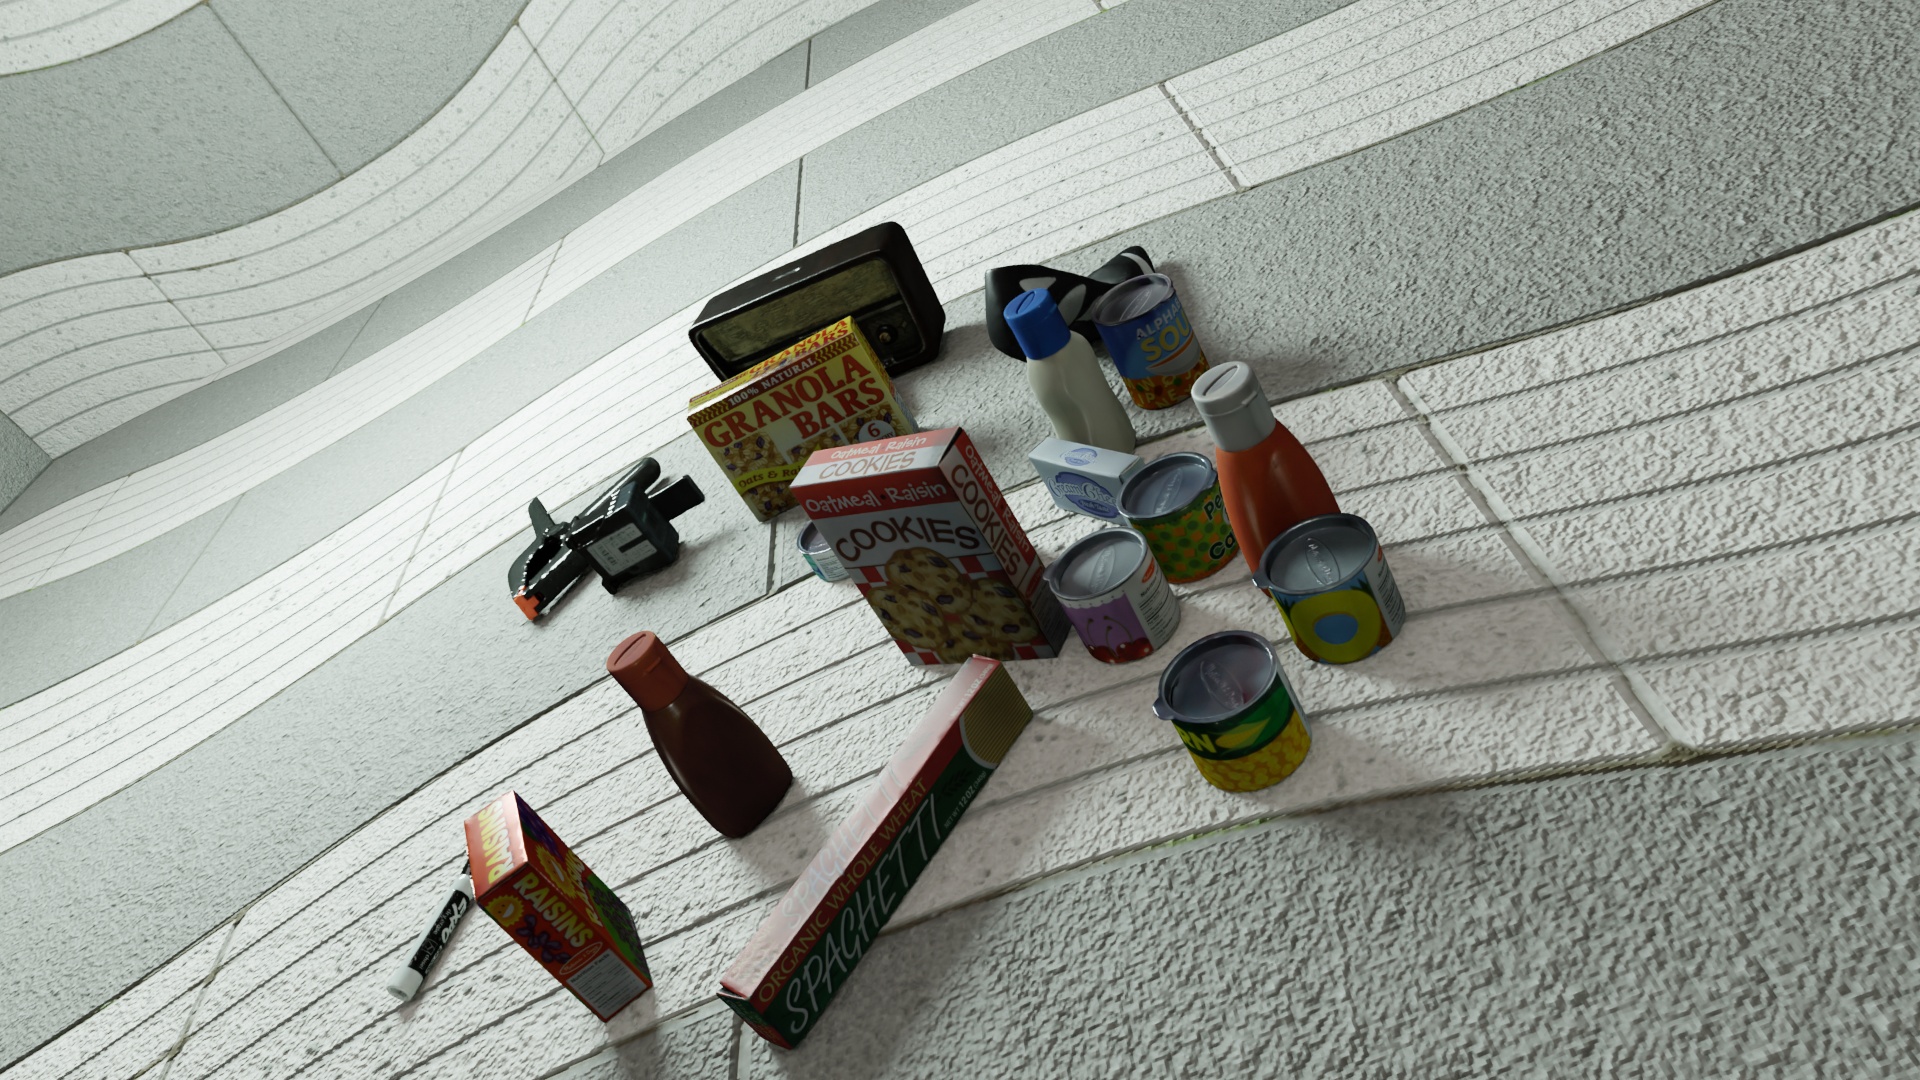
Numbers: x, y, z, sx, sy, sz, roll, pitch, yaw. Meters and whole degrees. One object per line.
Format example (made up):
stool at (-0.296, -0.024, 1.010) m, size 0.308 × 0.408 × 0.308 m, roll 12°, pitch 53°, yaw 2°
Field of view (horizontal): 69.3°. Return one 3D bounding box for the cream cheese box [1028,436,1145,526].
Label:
cream cheese box at (0.096, -0.040, 0.983) m, size 0.024 × 0.053 × 0.104 m, roll -44°, pitch 32°, yaw -20°

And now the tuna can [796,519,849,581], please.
tuna can at (-0.096, -0.001, 1.118) m, size 0.071 × 0.032 × 0.071 m, roll -23°, pitch 31°, yaw 15°

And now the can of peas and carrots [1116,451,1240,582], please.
can of peas and carrots at (0.145, -0.015, 0.898) m, size 0.071 × 0.058 × 0.071 m, roll -23°, pitch 31°, yaw 15°

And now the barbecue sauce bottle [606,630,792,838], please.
barbecue sauce bottle at (-0.169, 0.121, 0.890) m, size 0.043 × 0.148 × 0.065 m, roll 7°, pitch 48°, yaw 48°

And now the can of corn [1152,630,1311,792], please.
can of corn at (0.145, 0.093, 0.741) m, size 0.071 × 0.058 × 0.071 m, roll -23°, pitch 31°, yaw 15°

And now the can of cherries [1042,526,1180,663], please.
can of cherries at (0.095, 0.034, 0.870) m, size 0.071 × 0.058 × 0.072 m, roll -23°, pitch 31°, yaw 15°

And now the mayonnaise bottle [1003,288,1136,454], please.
mayonnaise bottle at (0.079, -0.113, 1.012) m, size 0.041 × 0.147 × 0.065 m, roll -6°, pitch 39°, yaw 37°

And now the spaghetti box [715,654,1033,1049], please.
spaghetti box at (-0.042, 0.173, 0.799) m, size 0.028 × 0.050 × 0.251 m, roll 4°, pitch 45°, yaw 45°

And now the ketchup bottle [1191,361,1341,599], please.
ketchup bottle at (0.179, -0.035, 0.807) m, size 0.065 × 0.148 × 0.043 m, roll -42°, pitch 32°, yaw -17°

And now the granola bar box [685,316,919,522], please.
granola bar box at (-0.136, -0.104, 1.214) m, size 0.165 × 0.123 × 0.039 m, roll -25°, pitch 31°, yaw 11°

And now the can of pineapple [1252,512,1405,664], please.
can of pineapple at (0.208, 0.027, 0.780) m, size 0.071 × 0.057 × 0.071 m, roll -23°, pitch 31°, yaw 15°

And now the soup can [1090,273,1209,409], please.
soup can at (0.149, -0.153, 1.070) m, size 0.071 × 0.083 × 0.072 m, roll -23°, pitch 31°, yaw 15°

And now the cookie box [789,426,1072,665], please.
cookie box at (-0.017, 0.008, 0.901) m, size 0.123 × 0.167 × 0.040 m, roll -7°, pitch 38°, yaw 36°

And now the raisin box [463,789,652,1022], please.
raisin box at (-0.244, 0.220, 0.838) m, size 0.040 × 0.123 × 0.086 m, roll -36°, pitch 30°, yaw -7°
